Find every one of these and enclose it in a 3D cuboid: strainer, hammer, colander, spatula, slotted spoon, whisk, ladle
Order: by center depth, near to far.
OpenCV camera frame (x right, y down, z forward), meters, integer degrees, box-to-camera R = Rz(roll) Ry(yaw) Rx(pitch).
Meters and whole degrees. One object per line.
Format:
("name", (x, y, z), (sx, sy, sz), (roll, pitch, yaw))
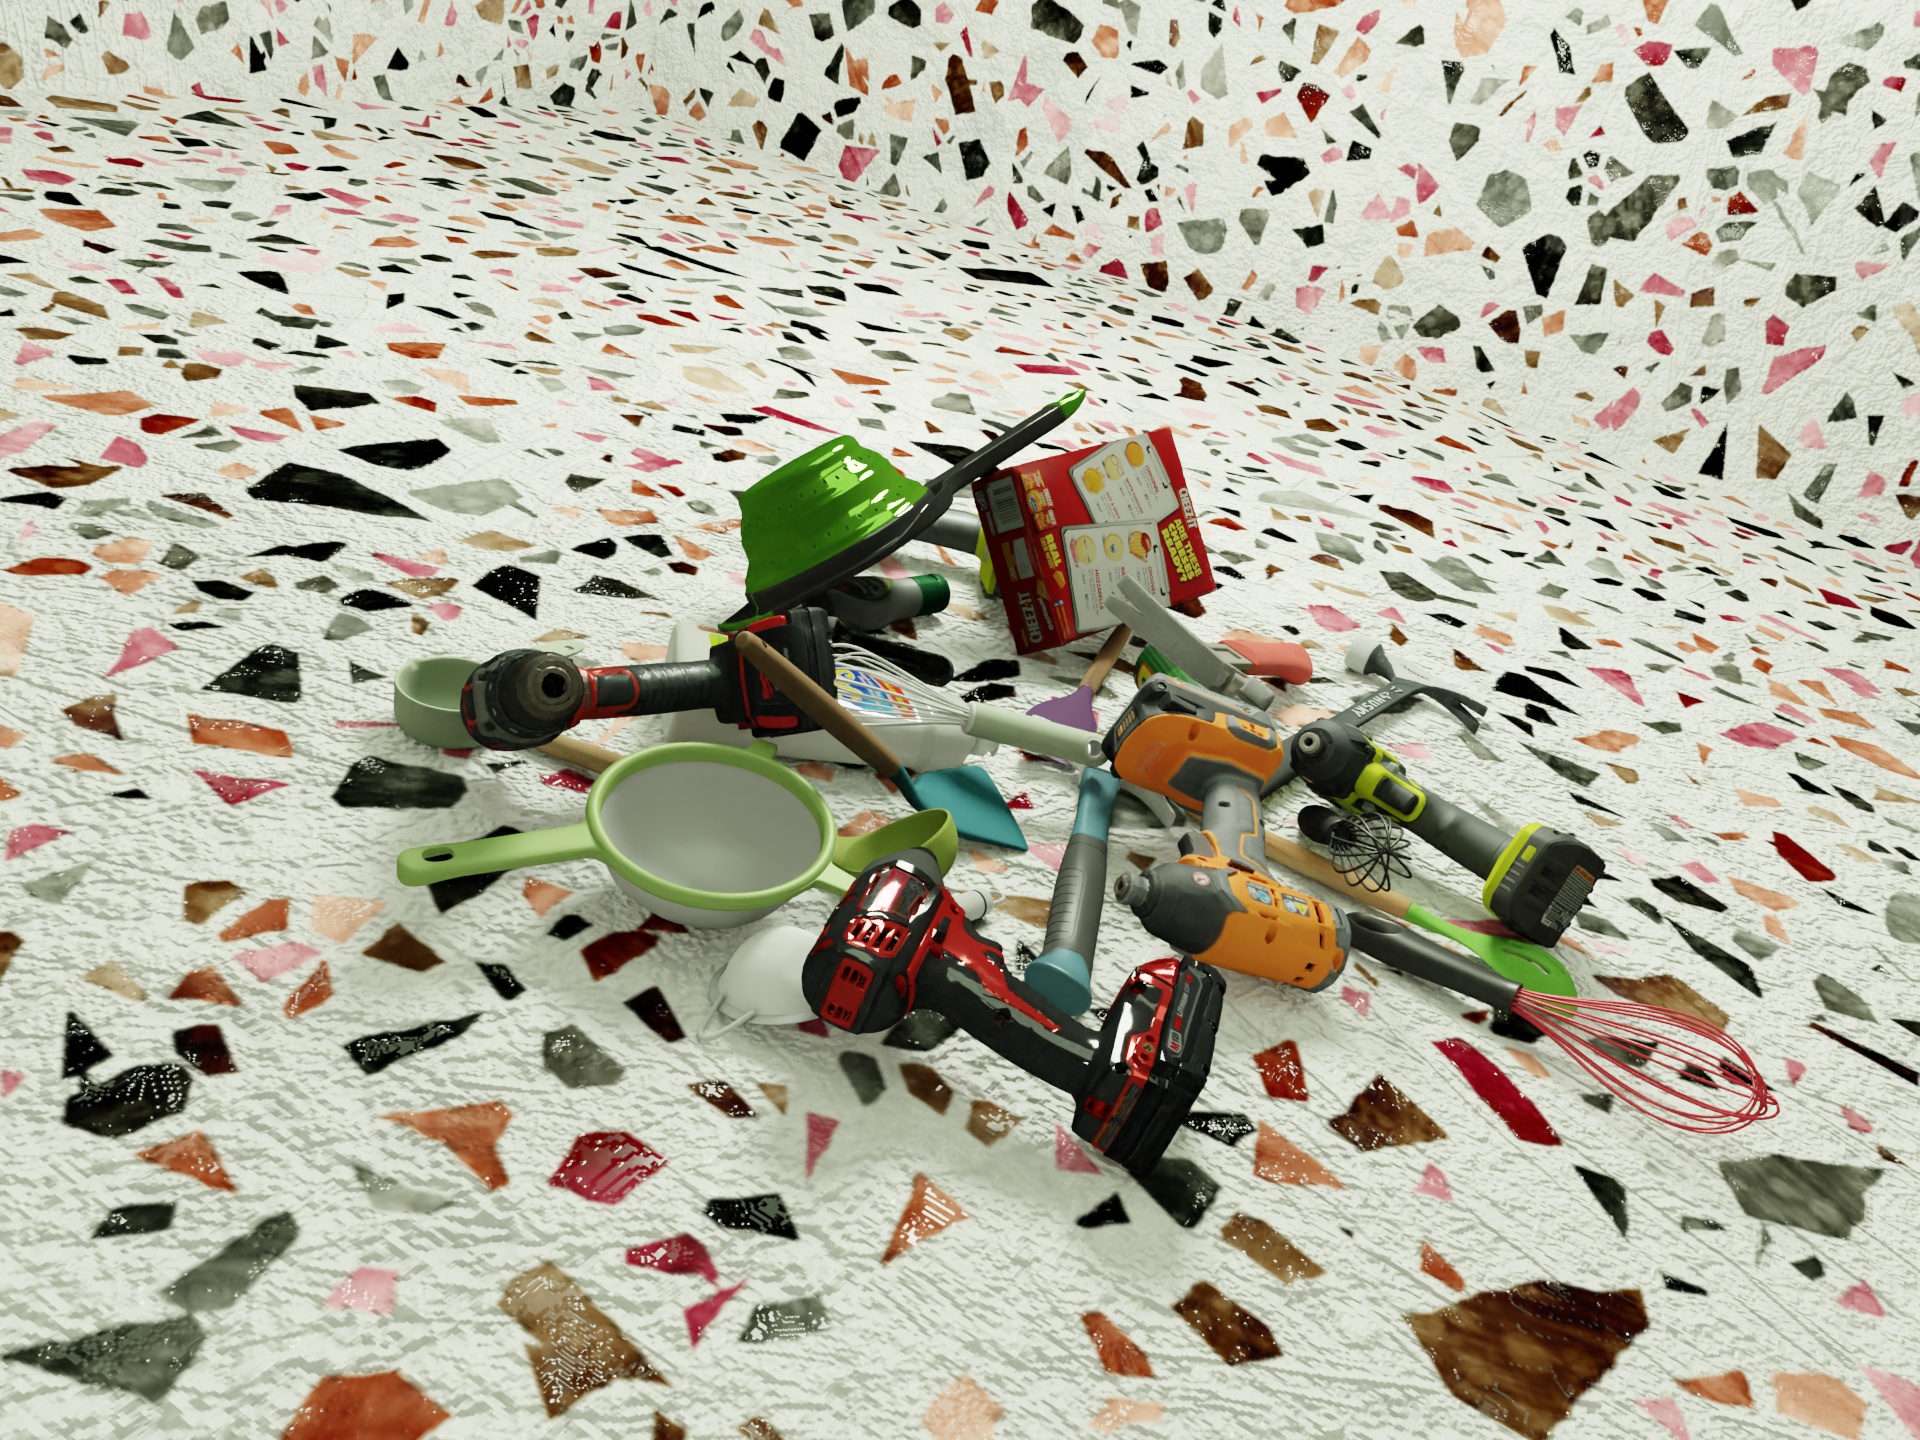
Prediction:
("strainer", (-0.200, 0.088, 0.939), (0.256, 0.069, 0.152), (-6, 39, -28))
("strainer", (-0.057, 0.132, 0.960), (0.087, 0.050, 0.258), (17, 19, 37))
("spatula", (-0.049, 0.012, 1.031), (0.317, 0.044, 0.082), (44, 14, -54))
("ladle", (-0.154, 0.046, 1.055), (0.320, 0.062, 0.078), (18, 29, 12))
("whisk", (0.388, 0.194, 1.057), (0.296, 0.073, 0.073), (23, 27, 30))
("hammer", (0.086, 0.095, 1.106), (0.128, 0.033, 0.331), (19, 28, 1))
("whisk", (-0.002, -0.004, 1.144), (0.246, 0.058, 0.059), (15, -9, -20))
("whisk", (0.277, 0.084, 1.146), (0.055, 0.055, 0.239), (15, 3, 0))
("slotted spoon", (0.304, 0.129, 1.167), (0.314, 0.031, 0.070), (26, 20, 24))
("colander", (-0.055, -0.216, 1.347), (0.397, 0.094, 0.204), (-36, 16, -24))
("hammer", (0.236, -0.059, 1.358), (0.149, 0.036, 0.359), (42, 17, 16))
("spatula", (0.113, -0.035, 1.389), (0.060, 0.018, 0.316), (24, 29, 8))
("hammer", (0.337, 0.010, 1.406), (0.149, 0.036, 0.409), (31, 31, 26))

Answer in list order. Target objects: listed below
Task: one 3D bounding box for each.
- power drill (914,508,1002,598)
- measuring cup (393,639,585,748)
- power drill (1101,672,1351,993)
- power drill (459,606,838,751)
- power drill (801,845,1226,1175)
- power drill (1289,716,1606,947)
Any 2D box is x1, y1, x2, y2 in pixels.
("power drill", (-0.039, -0.180, 1.514), (0.228, 0.080, 0.191), (14, 19, 1))
("measuring cup", (-0.324, -0.022, 1.118), (0.083, 0.038, 0.167), (26, 27, 20))
("power drill", (0.164, 0.073, 1.085), (0.164, 0.084, 0.227), (18, 37, -22))
("power drill", (-0.193, -0.022, 1.002), (0.226, 0.080, 0.188), (-6, -1, -25))
("power drill", (0.030, 0.148, 0.893), (0.219, 0.078, 0.143), (25, 30, 3))
("power drill", (0.355, 0.074, 1.194), (0.223, 0.080, 0.171), (34, 6, 32))
